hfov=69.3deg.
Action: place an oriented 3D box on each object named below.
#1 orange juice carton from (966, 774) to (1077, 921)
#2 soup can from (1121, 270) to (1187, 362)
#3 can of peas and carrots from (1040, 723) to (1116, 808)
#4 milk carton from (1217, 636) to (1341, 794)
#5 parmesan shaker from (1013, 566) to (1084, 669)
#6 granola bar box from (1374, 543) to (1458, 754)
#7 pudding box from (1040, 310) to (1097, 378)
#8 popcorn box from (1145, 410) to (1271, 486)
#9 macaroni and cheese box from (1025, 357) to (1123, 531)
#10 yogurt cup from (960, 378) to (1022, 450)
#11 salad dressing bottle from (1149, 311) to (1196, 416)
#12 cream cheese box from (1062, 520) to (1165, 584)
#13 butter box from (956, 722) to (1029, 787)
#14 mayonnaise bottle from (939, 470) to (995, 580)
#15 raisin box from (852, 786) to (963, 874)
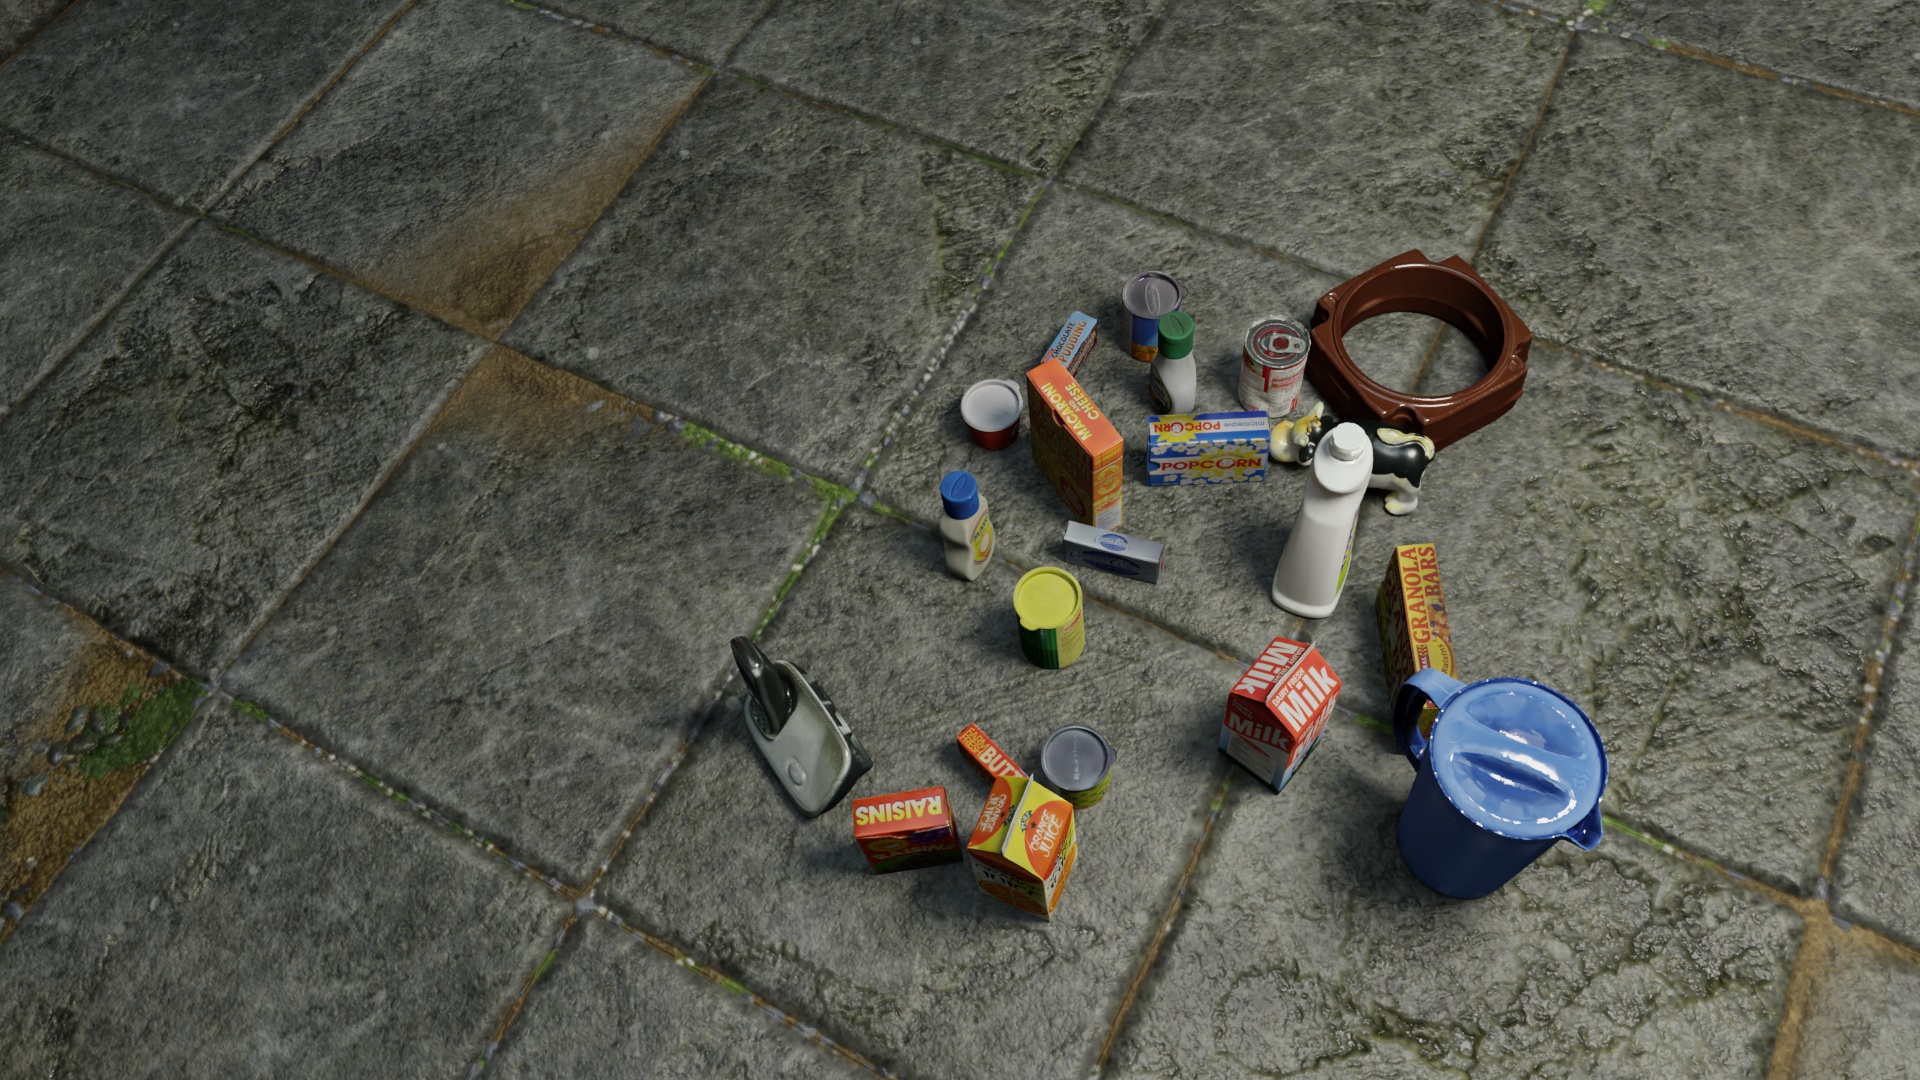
[{"bbox_3d":[0.056,0.267,1.221,0.073,0.191,0.072,19,65,16],"label":"orange juice carton"},{"bbox_3d":[0.216,-0.250,1.554,0.071,0.083,0.071,-3,61,5],"label":"soup can"},{"bbox_3d":[0.113,0.215,1.320,0.071,0.058,0.071,-3,61,5],"label":"can of peas and carrots"},{"bbox_3d":[0.289,0.154,1.260,0.073,0.189,0.072,36,71,22],"label":"milk carton"},{"bbox_3d":[0.087,0.080,1.373,0.071,0.102,0.071,-3,61,5],"label":"parmesan shaker"},{"bbox_3d":[0.429,0.104,1.311,0.039,0.123,0.166,-2,61,5],"label":"granola bar box"},{"bbox_3d":[0.122,-0.211,1.562,0.030,0.049,0.084,26,67,19],"label":"pudding box"},{"bbox_3d":[0.259,-0.096,1.463,0.127,0.085,0.038,-2,61,5],"label":"popcorn box"},{"bbox_3d":[0.118,-0.092,1.429,0.040,0.165,0.124,-30,62,-10],"label":"macaroni and cheese box"},{"bbox_3d":[0.036,-0.136,1.527,0.072,0.053,0.073,-3,61,5],"label":"yogurt cup"},{"bbox_3d":[0.227,-0.186,1.481,0.044,0.147,0.064,-21,61,-5],"label":"salad dressing bottle"},{"bbox_3d":[0.158,0.013,1.431,0.104,0.053,0.024,15,64,14],"label":"cream cheese box"},{"bbox_3d":[0.040,0.223,1.327,0.024,0.053,0.104,-41,65,-15],"label":"butter box"},{"bbox_3d":[0.005,-0.018,1.410,0.041,0.147,0.065,22,66,17],"label":"mayonnaise bottle"},{"bbox_3d":[-0.047,0.267,1.271,0.086,0.123,0.040,-8,61,2],"label":"raisin box"}]
